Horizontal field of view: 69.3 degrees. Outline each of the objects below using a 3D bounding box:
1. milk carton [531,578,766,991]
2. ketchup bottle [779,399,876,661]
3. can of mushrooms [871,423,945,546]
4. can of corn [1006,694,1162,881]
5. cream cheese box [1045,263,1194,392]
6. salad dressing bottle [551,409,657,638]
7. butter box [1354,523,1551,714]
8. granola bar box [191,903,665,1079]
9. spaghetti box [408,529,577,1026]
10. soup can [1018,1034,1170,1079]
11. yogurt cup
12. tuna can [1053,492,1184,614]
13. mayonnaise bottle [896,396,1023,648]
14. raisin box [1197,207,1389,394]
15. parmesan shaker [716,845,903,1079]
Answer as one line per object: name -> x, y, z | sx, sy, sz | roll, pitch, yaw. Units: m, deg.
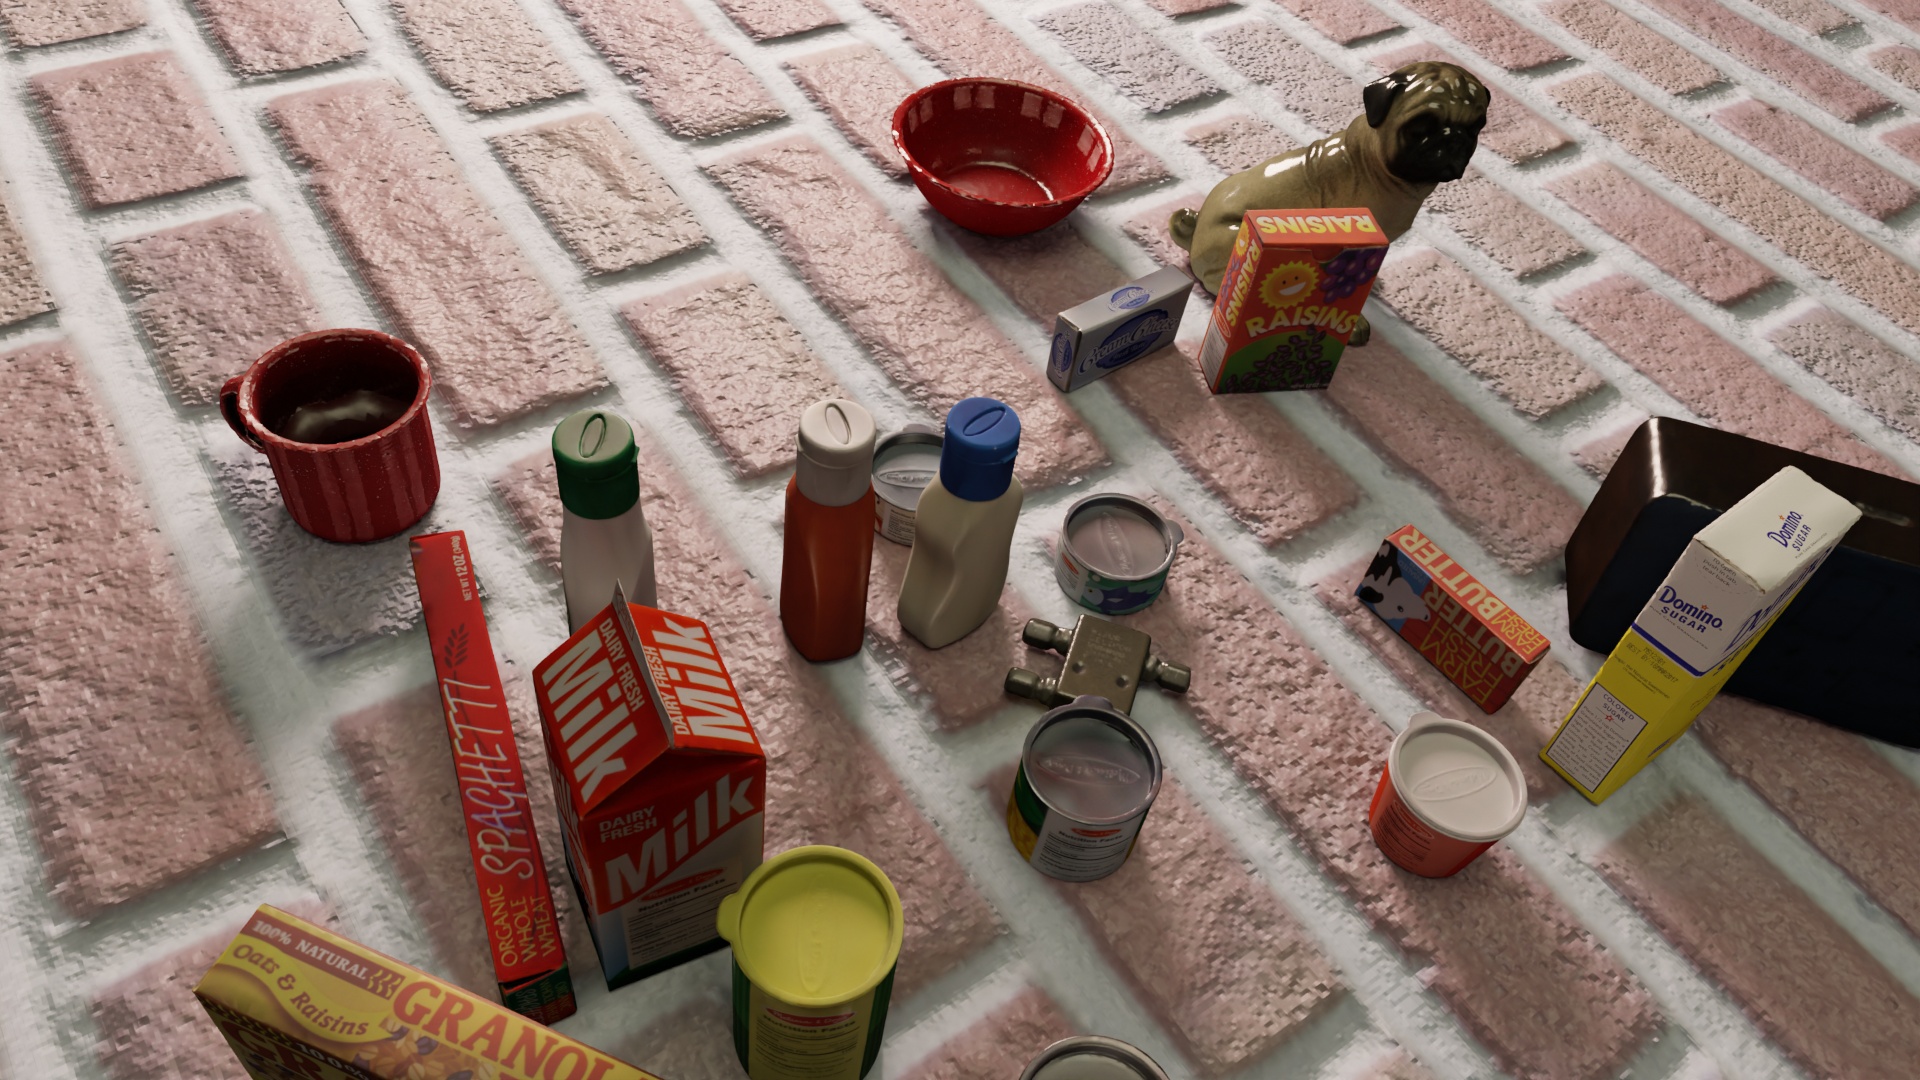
milk carton -> -0.125, 0.101, 0.566 | 0.074, 0.189, 0.072 | -16, 53, -22
ketchup bottle -> -0.066, -0.005, 0.697 | 0.043, 0.148, 0.065 | -10, 51, -17
can of mushrooms -> -0.024, -0.032, 0.804 | 0.071, 0.033, 0.071 | 5, 48, -5
can of corn -> 0.058, 0.119, 0.668 | 0.071, 0.058, 0.071 | 5, 48, -5
cream cheese box -> 0.104, -0.139, 0.906 | 0.104, 0.053, 0.024 | -27, 58, -29
salad dressing bottle -> -0.173, 0.000, 0.675 | 0.044, 0.146, 0.064 | 7, 48, -3
butter box -> 0.272, 0.043, 0.774 | 0.024, 0.052, 0.104 | -27, 58, -29
granola bar box -> -0.182, 0.205, 0.509 | 0.166, 0.123, 0.039 | 20, 49, 8
spaghetti box -> -0.220, 0.102, 0.643 | 0.029, 0.049, 0.251 | -13, 52, -20
soup can -> 0.046, 0.243, 0.540 | 0.071, 0.083, 0.072 | 5, 48, -5
yogurt cup -> 0.238, 0.131, 0.690 | 0.072, 0.053, 0.073 | 5, 48, -5
tuna can -> 0.089, 0.007, 0.789 | 0.071, 0.032, 0.071 | 5, 48, -5
mayonnaise bottle -> 0.003, -0.009, 0.712 | 0.041, 0.147, 0.065 | 38, 54, 23
raisin box -> 0.210, -0.151, 0.888 | 0.086, 0.122, 0.040 | -3, 50, -12
parmesan shaker -> -0.063, 0.178, 0.566 | 0.071, 0.102, 0.072 | 5, 48, -5
